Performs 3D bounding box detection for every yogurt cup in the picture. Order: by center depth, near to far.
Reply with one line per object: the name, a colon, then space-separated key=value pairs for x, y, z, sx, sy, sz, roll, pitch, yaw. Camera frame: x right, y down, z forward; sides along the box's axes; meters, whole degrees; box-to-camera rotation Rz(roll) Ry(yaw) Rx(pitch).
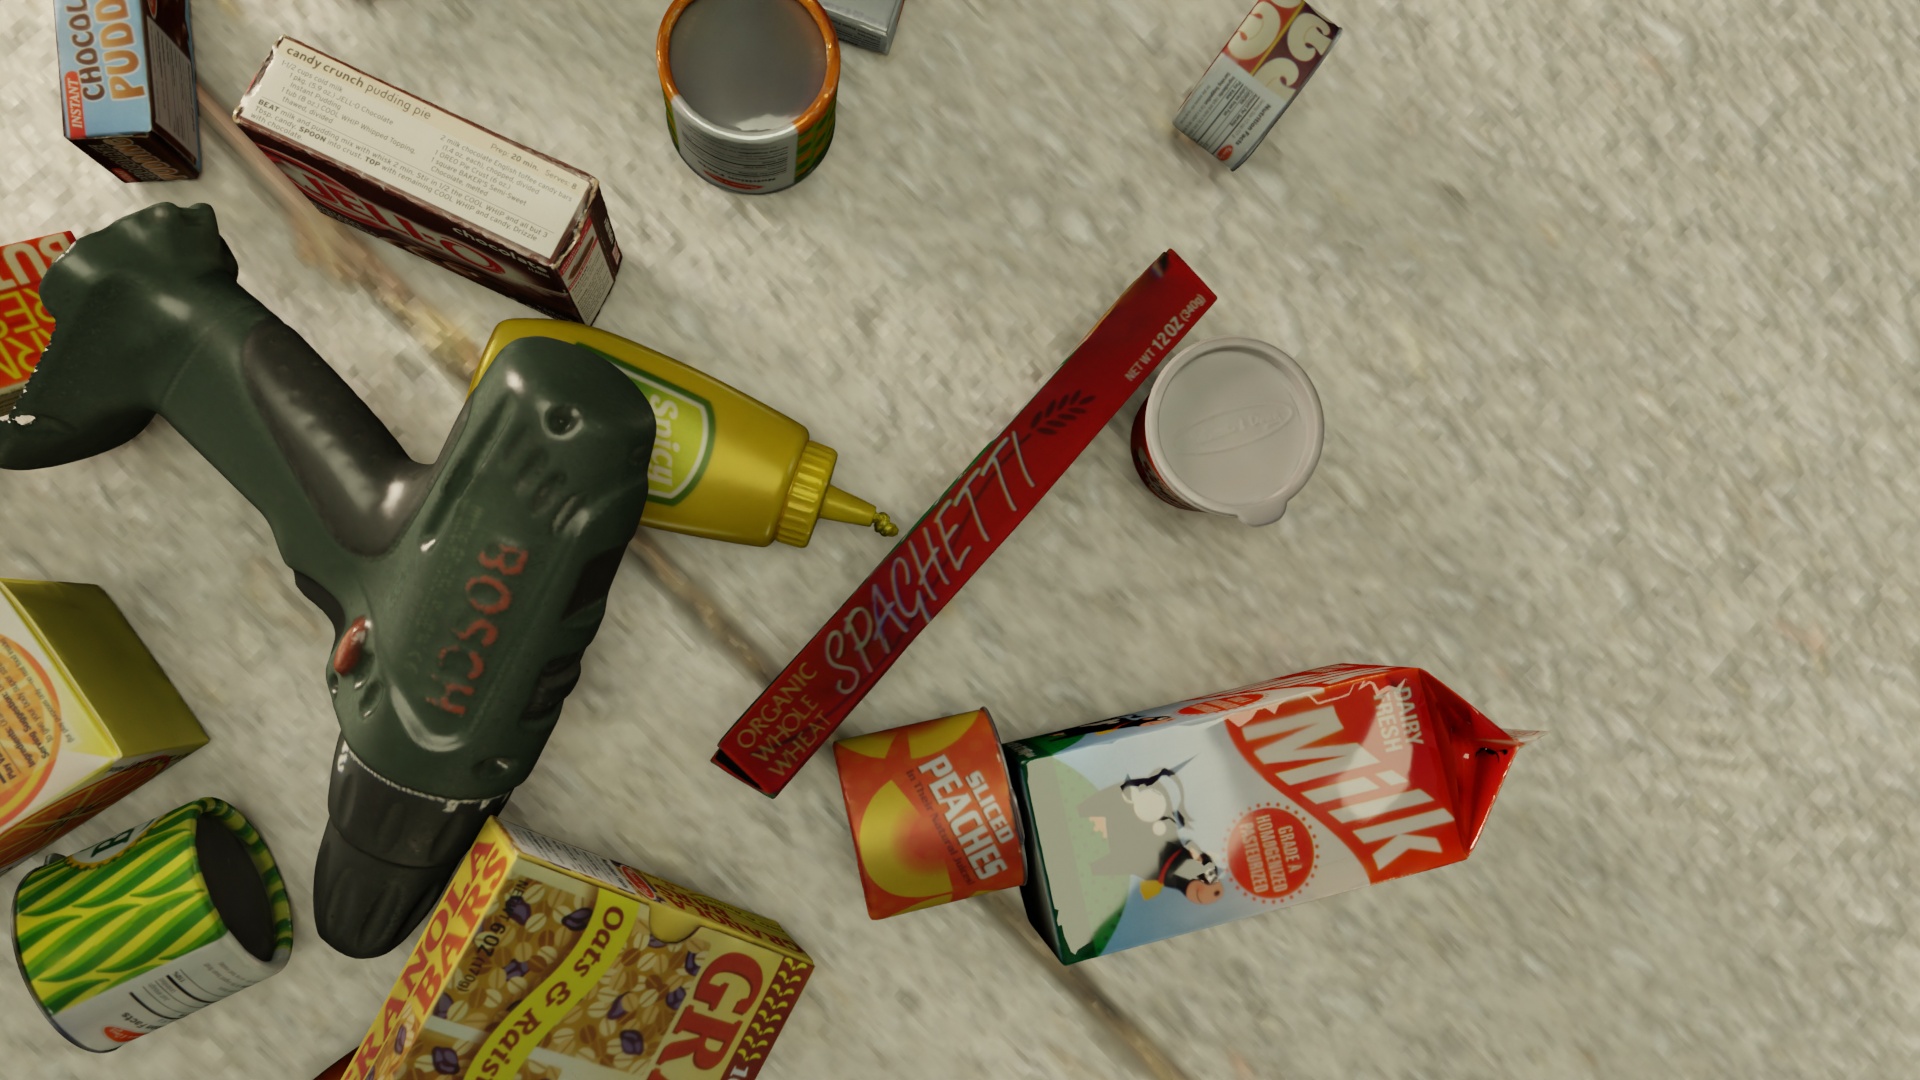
yogurt cup: x=0.098 y=-0.040 z=0.534 sx=0.072 sy=0.054 sz=0.072 roll=1 pitch=86 yaw=-7

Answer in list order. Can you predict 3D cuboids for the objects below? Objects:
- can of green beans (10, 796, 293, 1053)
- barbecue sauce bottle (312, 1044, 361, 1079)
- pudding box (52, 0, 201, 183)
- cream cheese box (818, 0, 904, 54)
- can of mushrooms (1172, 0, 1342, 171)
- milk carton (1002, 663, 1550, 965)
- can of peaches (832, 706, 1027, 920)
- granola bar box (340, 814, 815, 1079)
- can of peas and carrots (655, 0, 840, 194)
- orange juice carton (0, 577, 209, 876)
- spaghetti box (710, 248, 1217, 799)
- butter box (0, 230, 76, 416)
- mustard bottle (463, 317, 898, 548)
can of green beans: x=-0.269 y=0.128 z=0.467 sx=0.058 sy=0.071 sz=0.071 roll=-24 pitch=89 yaw=-9
barbecue sauce bottle: x=-0.213 y=0.215 z=0.479 sx=0.065 sy=0.043 sz=0.149 roll=36 pitch=82 yaw=-5
pudding box: x=-0.296 y=-0.176 z=0.495 sx=0.030 sy=0.049 sz=0.083 roll=-6 pitch=87 yaw=-9
cream cheese box: x=-0.069 y=-0.232 z=0.541 sx=0.104 sy=0.024 sz=0.053 roll=17 pitch=83 yaw=-6
can of mushrooms: x=0.116 y=-0.182 z=0.542 sx=0.033 sy=0.071 sz=0.071 roll=36 pitch=82 yaw=-3
milk carton: x=0.115 y=0.092 z=0.517 sx=0.191 sy=0.072 sz=0.073 roll=-12 pitch=87 yaw=-8
can of peaches: x=-0.012 y=0.098 z=0.500 sx=0.058 sy=0.071 sz=0.071 roll=-11 pitch=88 yaw=-7
granola bar box: x=-0.141 y=0.193 z=0.466 sx=0.124 sy=0.039 sz=0.165 roll=32 pitch=81 yaw=-33
can of peas and carrots: x=-0.078 y=-0.172 z=0.518 sx=0.071 sy=0.058 sz=0.071 roll=1 pitch=86 yaw=-8
orange juice carton: x=-0.364 y=0.095 z=0.454 sx=0.193 sy=0.071 sz=0.073 roll=-34 pitch=91 yaw=-9
spaghetti box: x=0.002 y=-0.007 z=0.521 sx=0.028 sy=0.050 sz=0.250 roll=42 pitch=82 yaw=-2
butter box: x=-0.342 y=-0.065 z=0.469 sx=0.104 sy=0.024 sz=0.053 roll=-32 pitch=90 yaw=-41
mustard bottle: x=-0.097 y=-0.032 z=0.510 sx=0.160 sy=0.049 sz=0.065 roll=18 pitch=89 yaw=-6
